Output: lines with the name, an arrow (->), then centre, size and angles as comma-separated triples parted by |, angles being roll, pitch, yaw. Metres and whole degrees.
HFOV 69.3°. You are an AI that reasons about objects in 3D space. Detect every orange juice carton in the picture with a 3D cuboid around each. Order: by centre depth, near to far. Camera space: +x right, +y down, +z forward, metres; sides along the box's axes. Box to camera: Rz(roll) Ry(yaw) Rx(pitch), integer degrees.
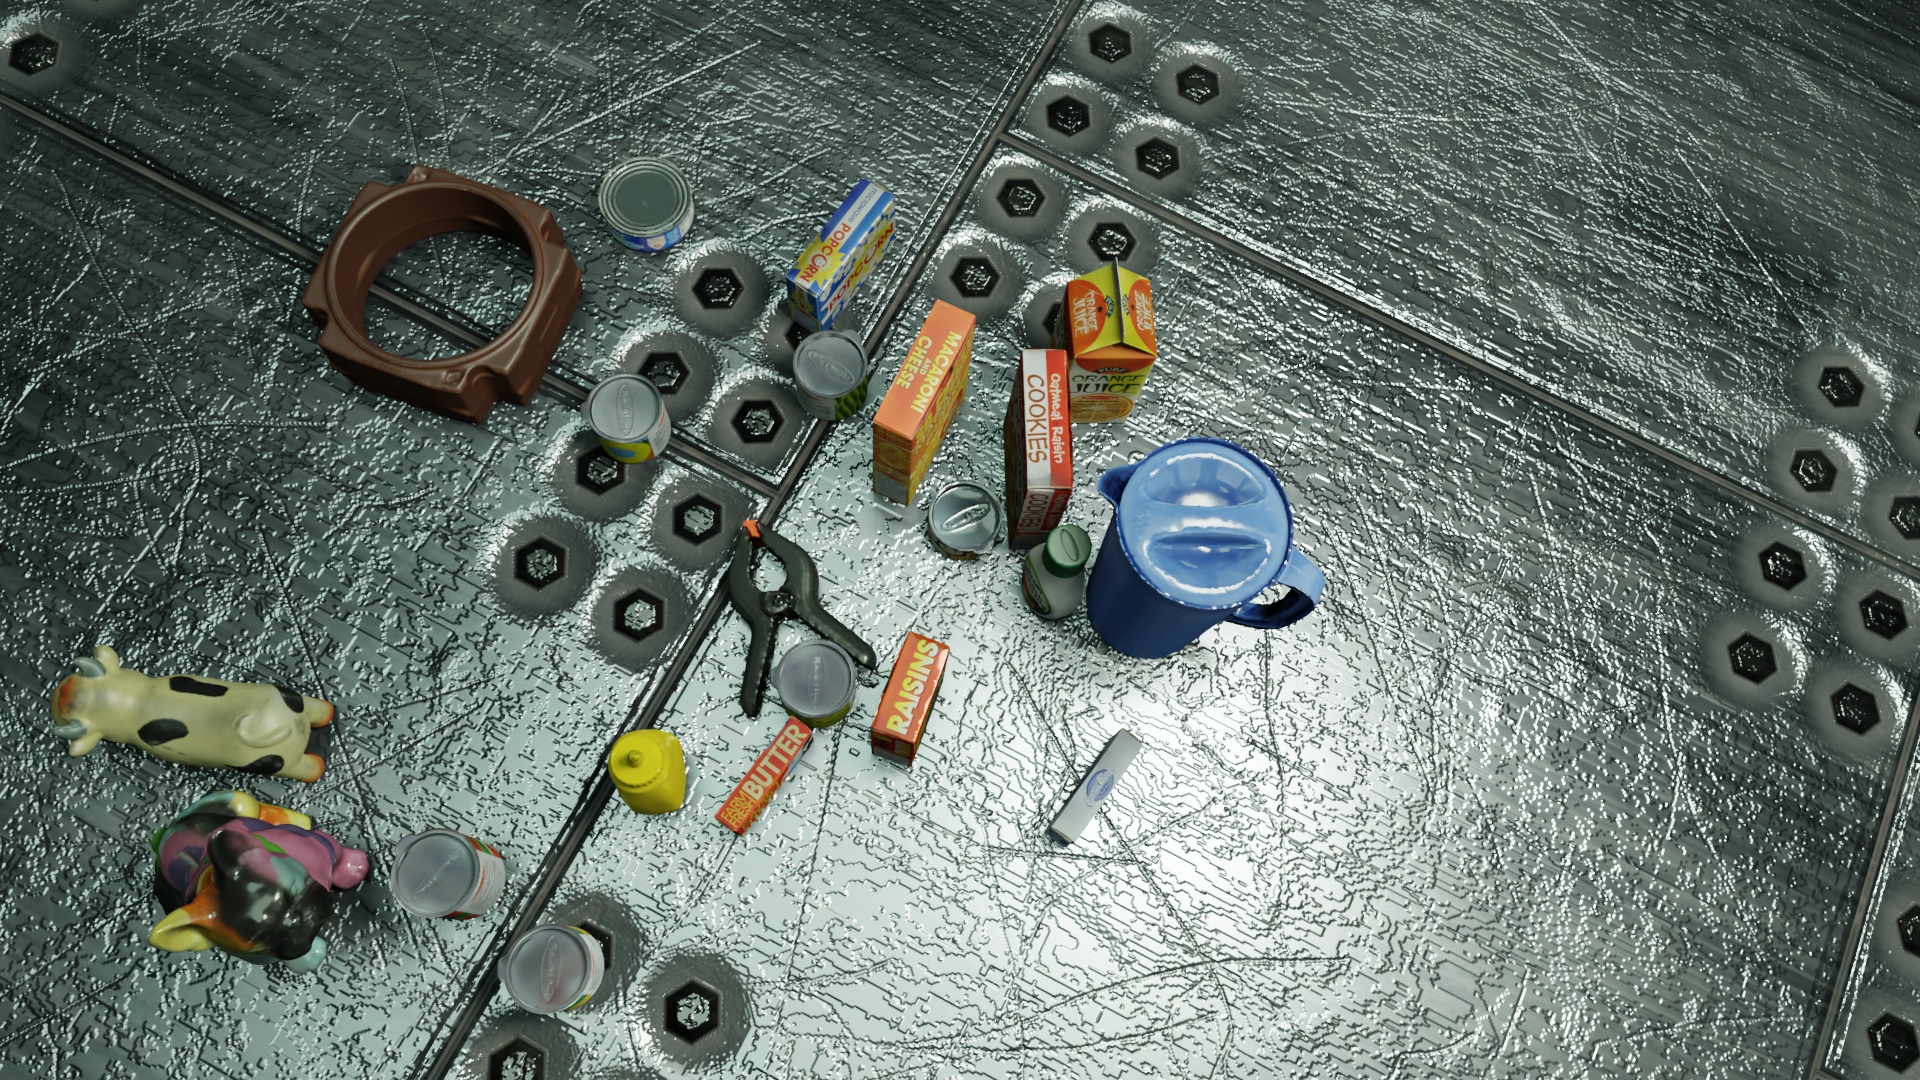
orange juice carton -> 0.123, -0.169, 1.209 | 0.073, 0.192, 0.072 | -1, 73, -4

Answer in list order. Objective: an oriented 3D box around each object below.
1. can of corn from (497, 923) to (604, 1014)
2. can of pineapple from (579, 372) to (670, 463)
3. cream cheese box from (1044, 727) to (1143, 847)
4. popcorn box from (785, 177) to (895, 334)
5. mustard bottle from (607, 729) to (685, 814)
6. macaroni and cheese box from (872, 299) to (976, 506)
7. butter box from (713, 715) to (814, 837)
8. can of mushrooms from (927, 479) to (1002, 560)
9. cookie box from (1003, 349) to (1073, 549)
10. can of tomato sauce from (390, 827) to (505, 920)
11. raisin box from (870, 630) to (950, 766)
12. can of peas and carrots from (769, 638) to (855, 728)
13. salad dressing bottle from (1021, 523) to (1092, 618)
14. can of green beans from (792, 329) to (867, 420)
can of corn -> -0.319, 0.335, 1.086 | 0.071, 0.058, 0.071 | 1, 72, -4
can of pineapple -> -0.295, -0.108, 1.231 | 0.071, 0.057, 0.071 | 1, 72, -4
cream cheese box -> 0.111, 0.207, 1.160 | 0.024, 0.053, 0.104 | 36, 74, 7
popcorn box -> -0.109, -0.260, 1.278 | 0.038, 0.085, 0.127 | 33, 73, 6
mustard bottle -> -0.247, 0.177, 1.089 | 0.049, 0.159, 0.065 | -5, 73, -5
macaroni and cheese box -> -0.032, -0.114, 1.194 | 0.040, 0.166, 0.124 | 25, 73, 4
butter box -> -0.160, 0.195, 1.145 | 0.024, 0.053, 0.104 | 35, 73, 7
can of mushrooms -> 0.004, -0.015, 1.235 | 0.071, 0.033, 0.071 | 1, 72, -4
cookie box -> 0.065, -0.074, 1.187 | 0.040, 0.167, 0.123 | 0, 73, -4
can of tomato sauce -> -0.402, 0.263, 1.091 | 0.071, 0.083, 0.071 | 1, 72, -4
raisin box -> -0.042, 0.131, 1.137 | 0.040, 0.123, 0.086 | 21, 72, 3
can of peas and carrots -> -0.123, 0.122, 1.168 | 0.071, 0.058, 0.071 | 1, 72, -4
salad dressing bottle -> 0.082, 0.024, 1.167 | 0.044, 0.147, 0.064 | -19, 75, -9
can of green beans -> -0.117, -0.148, 1.256 | 0.071, 0.057, 0.071 | 1, 72, -4
